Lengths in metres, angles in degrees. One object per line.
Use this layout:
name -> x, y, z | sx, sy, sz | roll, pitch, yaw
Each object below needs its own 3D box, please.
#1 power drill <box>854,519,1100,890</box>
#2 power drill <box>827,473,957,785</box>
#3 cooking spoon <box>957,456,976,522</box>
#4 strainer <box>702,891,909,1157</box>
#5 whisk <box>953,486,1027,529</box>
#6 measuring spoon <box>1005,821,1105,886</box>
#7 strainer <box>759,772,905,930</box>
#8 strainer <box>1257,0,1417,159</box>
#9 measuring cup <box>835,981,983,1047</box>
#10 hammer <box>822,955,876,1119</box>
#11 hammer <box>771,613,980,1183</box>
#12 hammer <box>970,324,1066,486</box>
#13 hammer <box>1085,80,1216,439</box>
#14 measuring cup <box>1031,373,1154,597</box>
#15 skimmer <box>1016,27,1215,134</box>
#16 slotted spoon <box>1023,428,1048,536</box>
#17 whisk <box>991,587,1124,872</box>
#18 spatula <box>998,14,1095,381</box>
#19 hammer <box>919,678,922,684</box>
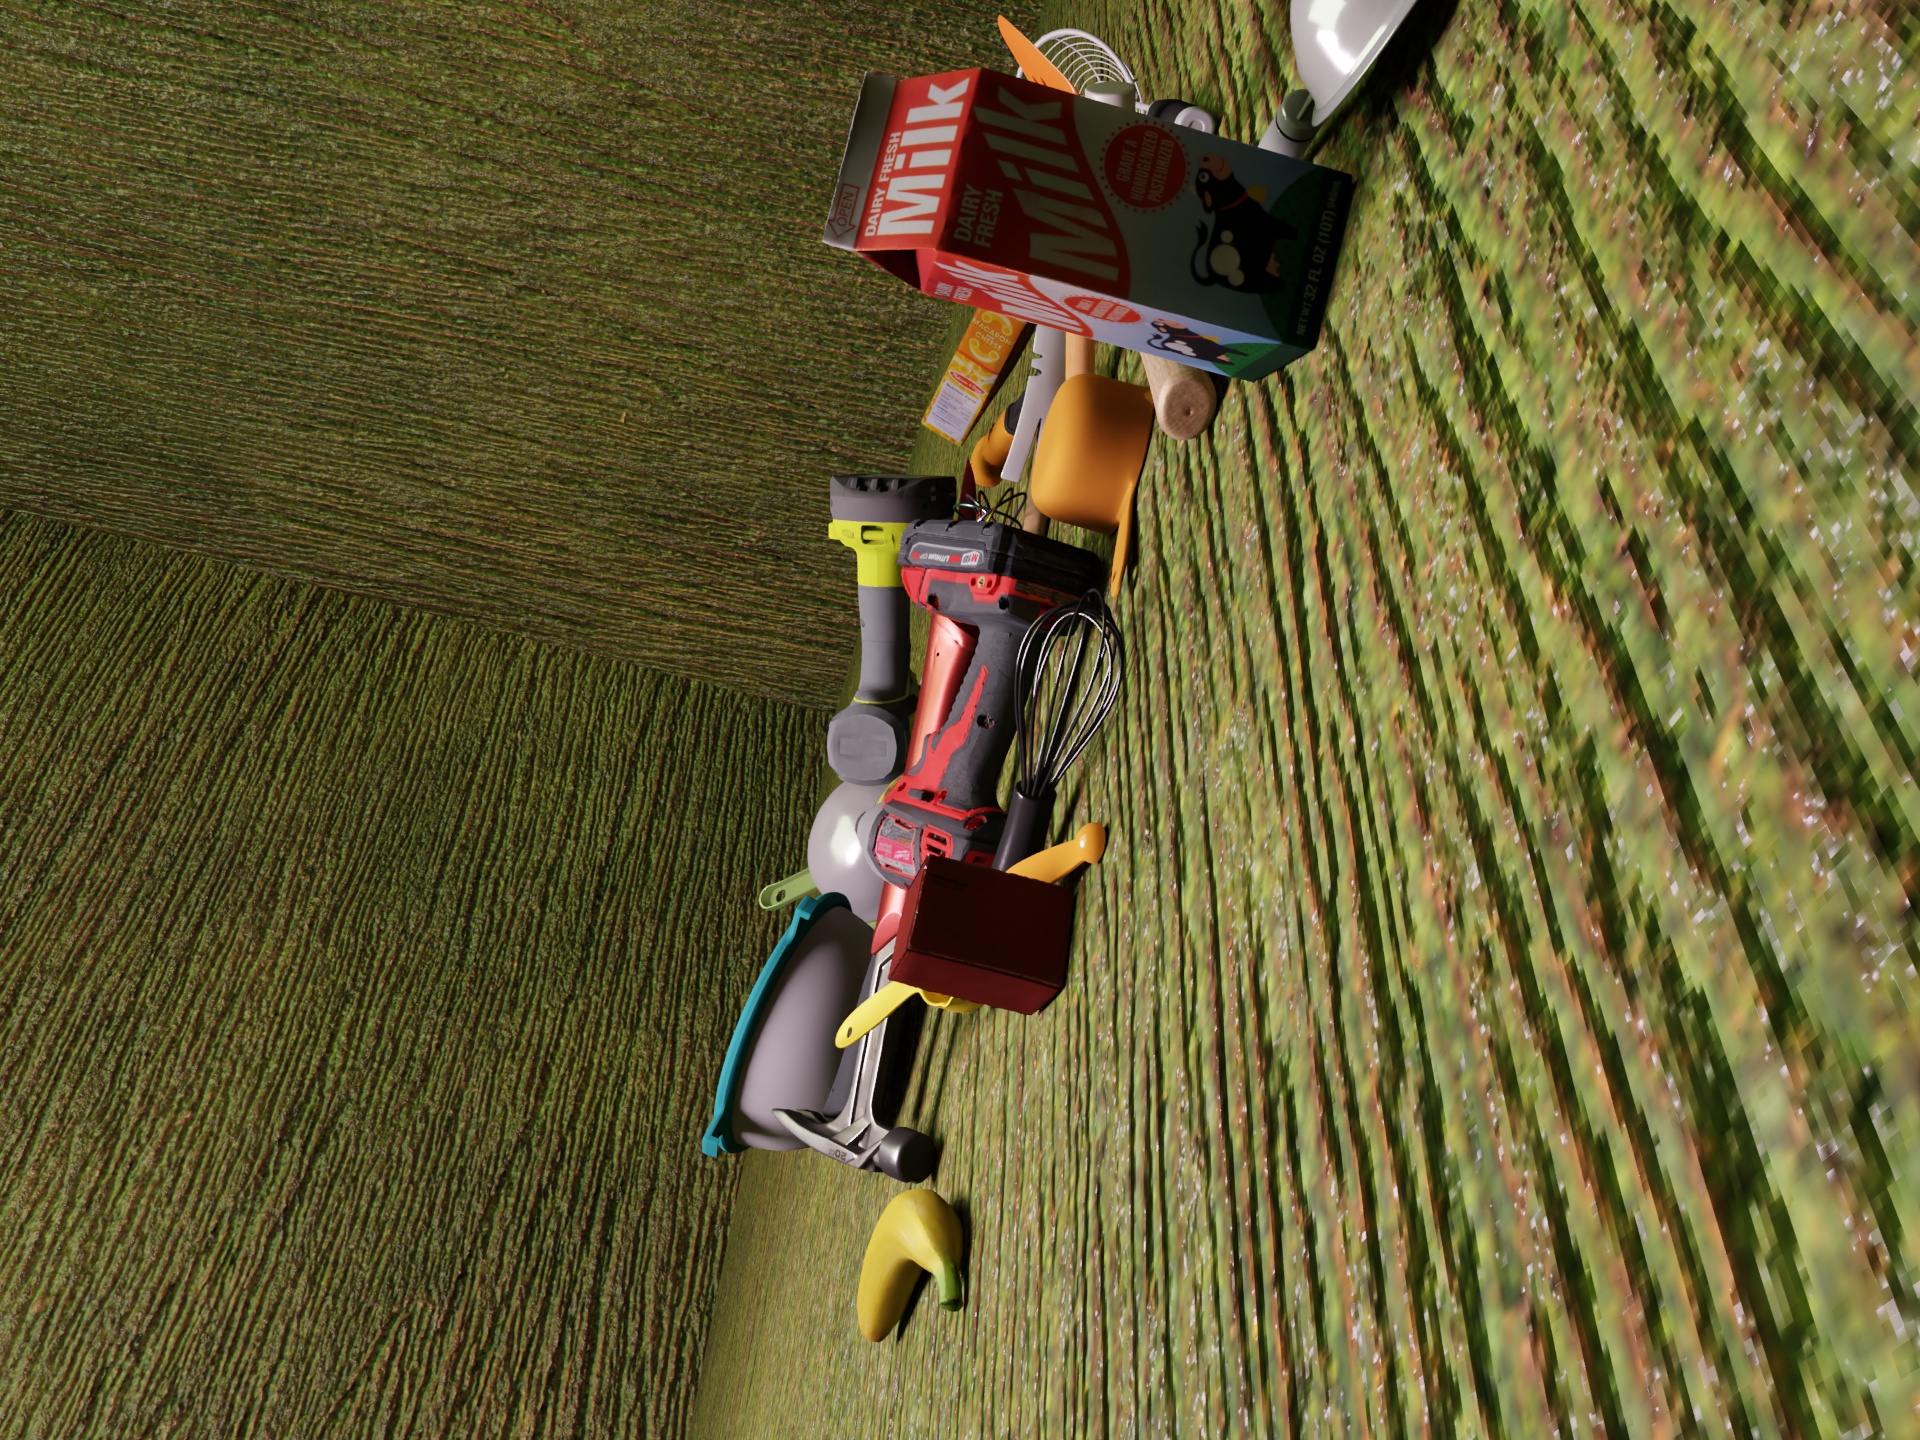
power drill -> -0.001, -0.003, 0.941 | 0.143, 0.078, 0.220 | 11, 89, 56
power drill -> -0.049, -0.074, 1.230 | 0.190, 0.080, 0.228 | -39, -49, -74
cooking spoon -> -0.002, -0.051, 1.234 | 0.068, 0.017, 0.319 | 81, -168, -77
strainer -> -0.084, 0.255, 1.269 | 0.340, 0.095, 0.211 | 42, -111, -74
whisk -> 0.024, -0.134, 1.199 | 0.245, 0.051, 0.047 | 52, -140, -86
measuring spoon -> 0.040, 0.072, 0.787 | 0.117, 0.011, 0.021 | 143, 135, -59
strainer -> -0.118, 0.116, 1.370 | 0.256, 0.069, 0.152 | -29, 53, 44
strainer -> 0.138, -0.249, 0.643 | 0.087, 0.050, 0.258 | -61, 1, -11
measuring cup -> -0.025, 0.166, 0.952 | 0.156, 0.029, 0.062 | -42, 36, 41
hammer -> -0.026, 0.080, 1.097 | 0.149, 0.036, 0.409 | 10, 83, 70
hammer -> -0.040, 0.104, 1.030 | 0.149, 0.036, 0.359 | 5, 83, 53
hammer -> 0.039, -0.212, 1.191 | 0.337, 0.034, 0.127 | 166, 115, -84
hammer -> 0.098, -0.238, 0.866 | 0.332, 0.031, 0.130 | -94, 0, -54
measuring cup -> 0.069, -0.127, 0.881 | 0.174, 0.052, 0.095 | -81, 8, -49
skimmer -> 0.096, -0.399, 1.069 | 0.364, 0.090, 0.127 | -98, -5, -67
slotted spoon -> 0.073, -0.249, 1.214 | 0.070, 0.031, 0.314 | 121, 160, -68
whisk -> 0.041, 0.040, 0.829 | 0.055, 0.055, 0.238 | -88, 9, -60
spatula -> 0.061, -0.244, 0.908 | 0.081, 0.041, 0.322 | 57, 164, 32
hammer -> -0.078, 0.136, 1.438 | 0.143, 0.038, 0.386 | 174, 116, -84
